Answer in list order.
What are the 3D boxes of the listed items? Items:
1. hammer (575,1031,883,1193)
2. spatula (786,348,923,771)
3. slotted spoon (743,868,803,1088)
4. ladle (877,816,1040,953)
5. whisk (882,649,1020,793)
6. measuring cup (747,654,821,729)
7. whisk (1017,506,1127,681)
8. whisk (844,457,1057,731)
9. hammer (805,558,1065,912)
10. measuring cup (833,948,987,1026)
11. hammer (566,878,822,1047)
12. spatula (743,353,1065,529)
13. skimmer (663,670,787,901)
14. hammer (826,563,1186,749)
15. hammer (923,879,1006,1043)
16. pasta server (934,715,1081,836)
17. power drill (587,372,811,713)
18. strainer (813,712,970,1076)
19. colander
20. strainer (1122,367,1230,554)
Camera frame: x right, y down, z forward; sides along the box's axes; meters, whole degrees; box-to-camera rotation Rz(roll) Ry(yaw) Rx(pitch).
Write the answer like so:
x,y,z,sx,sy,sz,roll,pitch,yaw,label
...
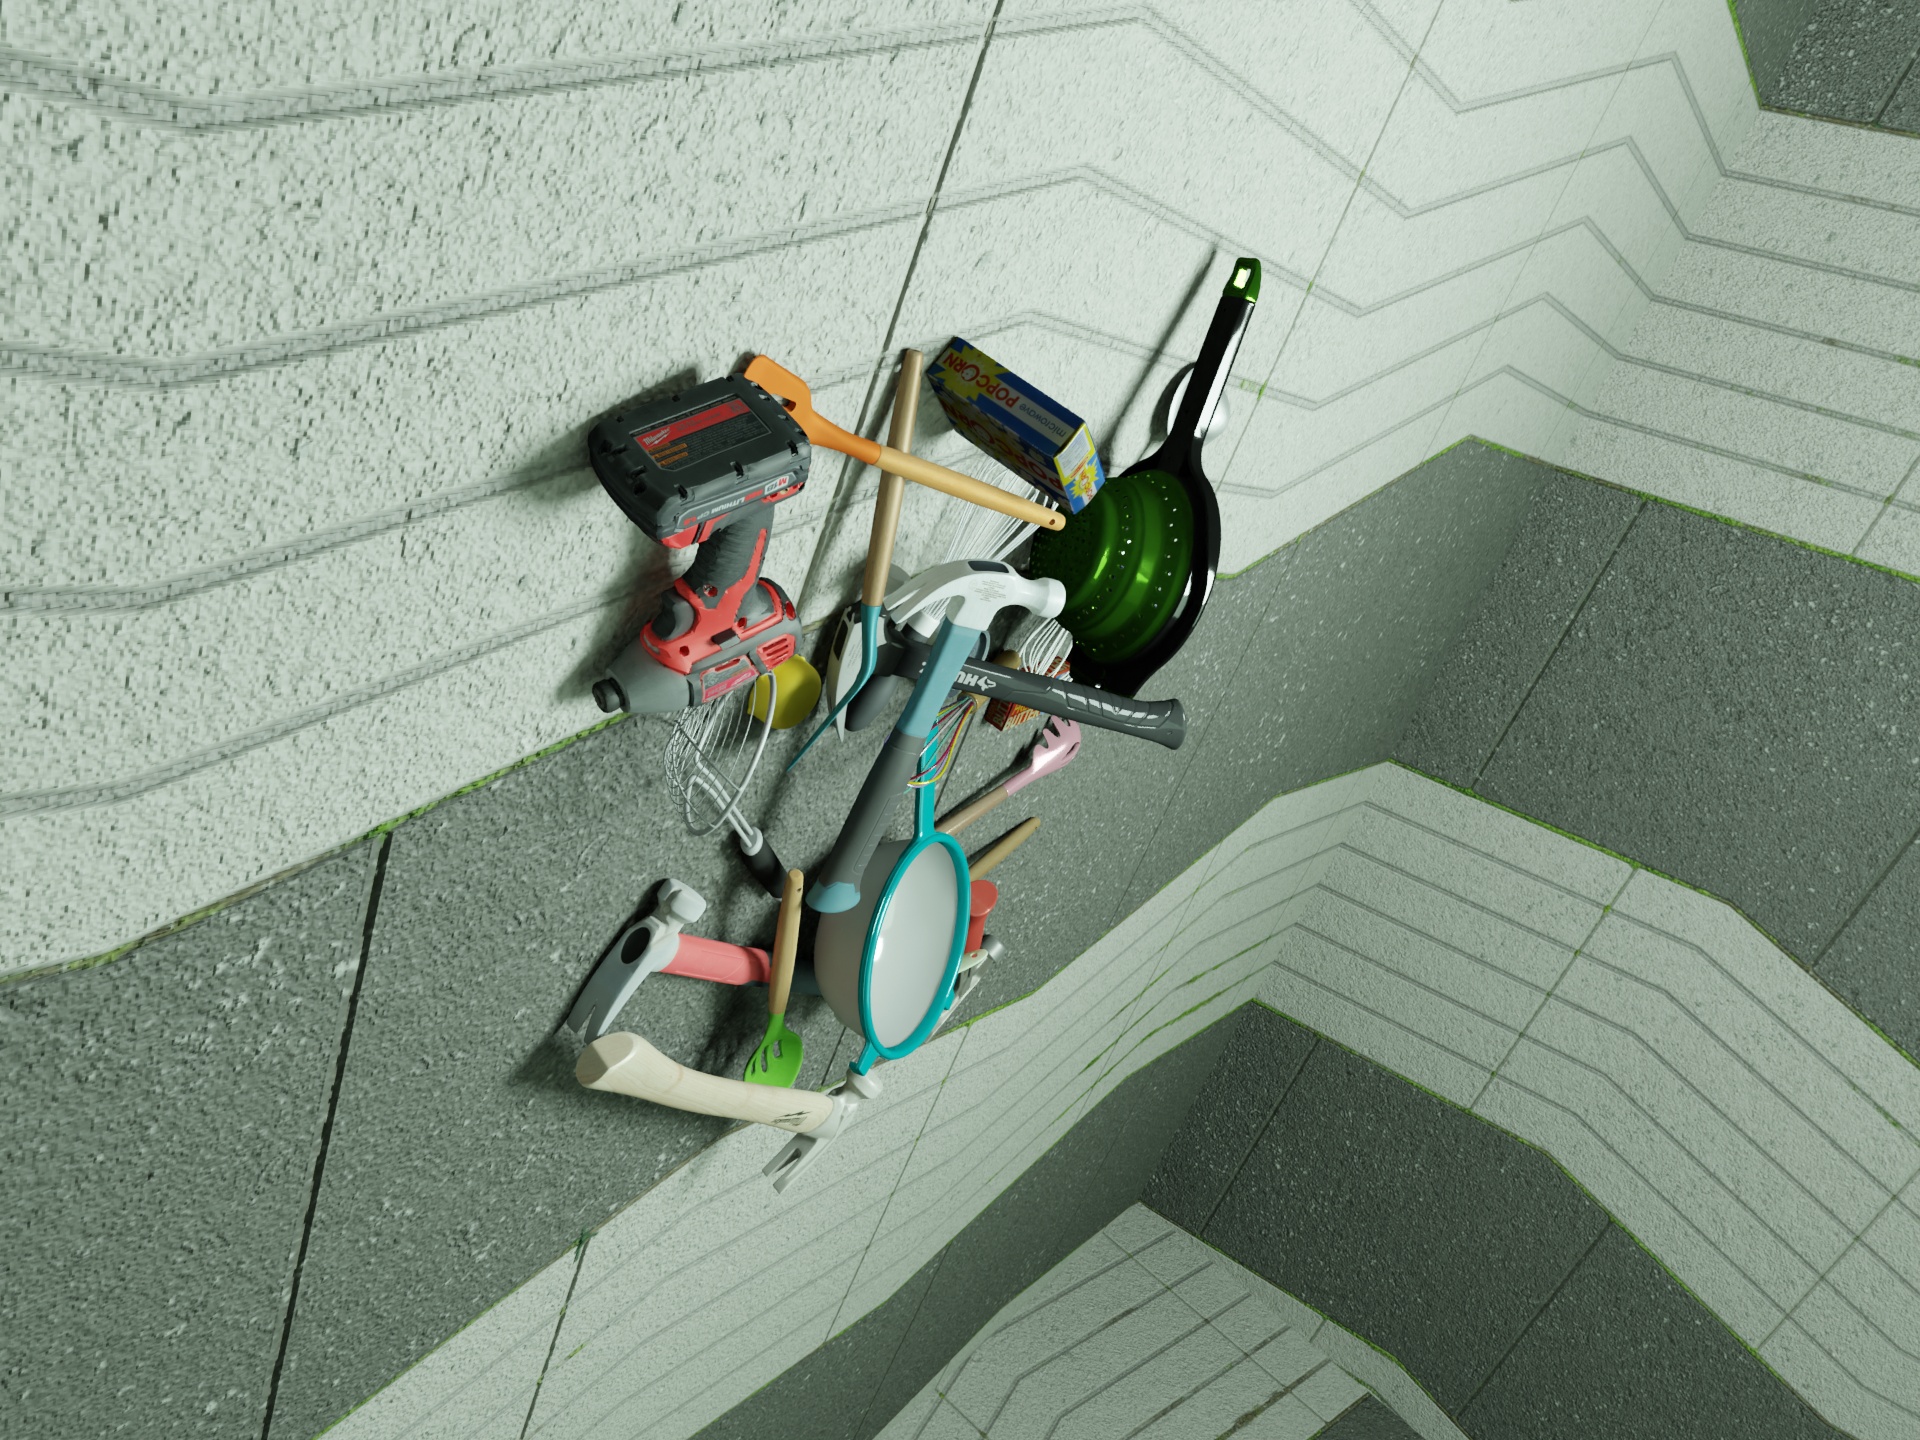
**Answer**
x,y,z,sx,sy,sz,roll,pitch,yaw,label
-0.209,0.336,1.386,0.146,0.038,0.410,-47,150,2,hammer
-0.071,-0.111,1.147,0.082,0.044,0.317,-56,160,-68,spatula
-0.158,0.235,1.396,0.070,0.031,0.313,-30,147,-35,slotted spoon
-0.006,0.164,1.676,0.320,0.062,0.078,-34,147,-52,ladle
-0.001,-0.003,1.395,0.245,0.047,0.051,-45,133,-52,whisk
-0.133,-0.043,1.156,0.062,0.029,0.156,-46,158,-19,measuring cup
0.129,-0.134,1.511,0.246,0.059,0.057,-59,163,-2,whisk
-0.012,-0.106,1.278,0.284,0.070,0.070,-54,157,10,whisk
-0.042,0.019,1.250,0.128,0.033,0.331,12,118,-29,hammer
-0.053,0.254,1.601,0.167,0.083,0.038,-21,124,-8,measuring cup
-0.196,0.229,1.397,0.143,0.038,0.386,-53,156,1,hammer
-0.037,-0.171,1.087,0.322,0.041,0.081,13,113,-42,spatula
-0.147,0.075,1.215,0.363,0.090,0.127,74,25,-63,skimmer
0.047,-0.022,1.300,0.334,0.035,0.146,14,118,-28,hammer
0.001,0.253,1.728,0.149,0.037,0.358,-47,166,-18,hammer
0.019,0.081,1.619,0.316,0.040,0.060,-32,148,-33,pasta server
-0.164,-0.092,0.976,0.143,0.079,0.219,-28,151,-27,power drill
-0.071,0.136,1.453,0.211,0.095,0.340,-22,119,-63,strainer
0.152,-0.216,1.366,0.094,0.205,0.397,15,100,-30,colander
0.190,-0.226,1.473,0.258,0.050,0.086,-59,146,3,strainer
